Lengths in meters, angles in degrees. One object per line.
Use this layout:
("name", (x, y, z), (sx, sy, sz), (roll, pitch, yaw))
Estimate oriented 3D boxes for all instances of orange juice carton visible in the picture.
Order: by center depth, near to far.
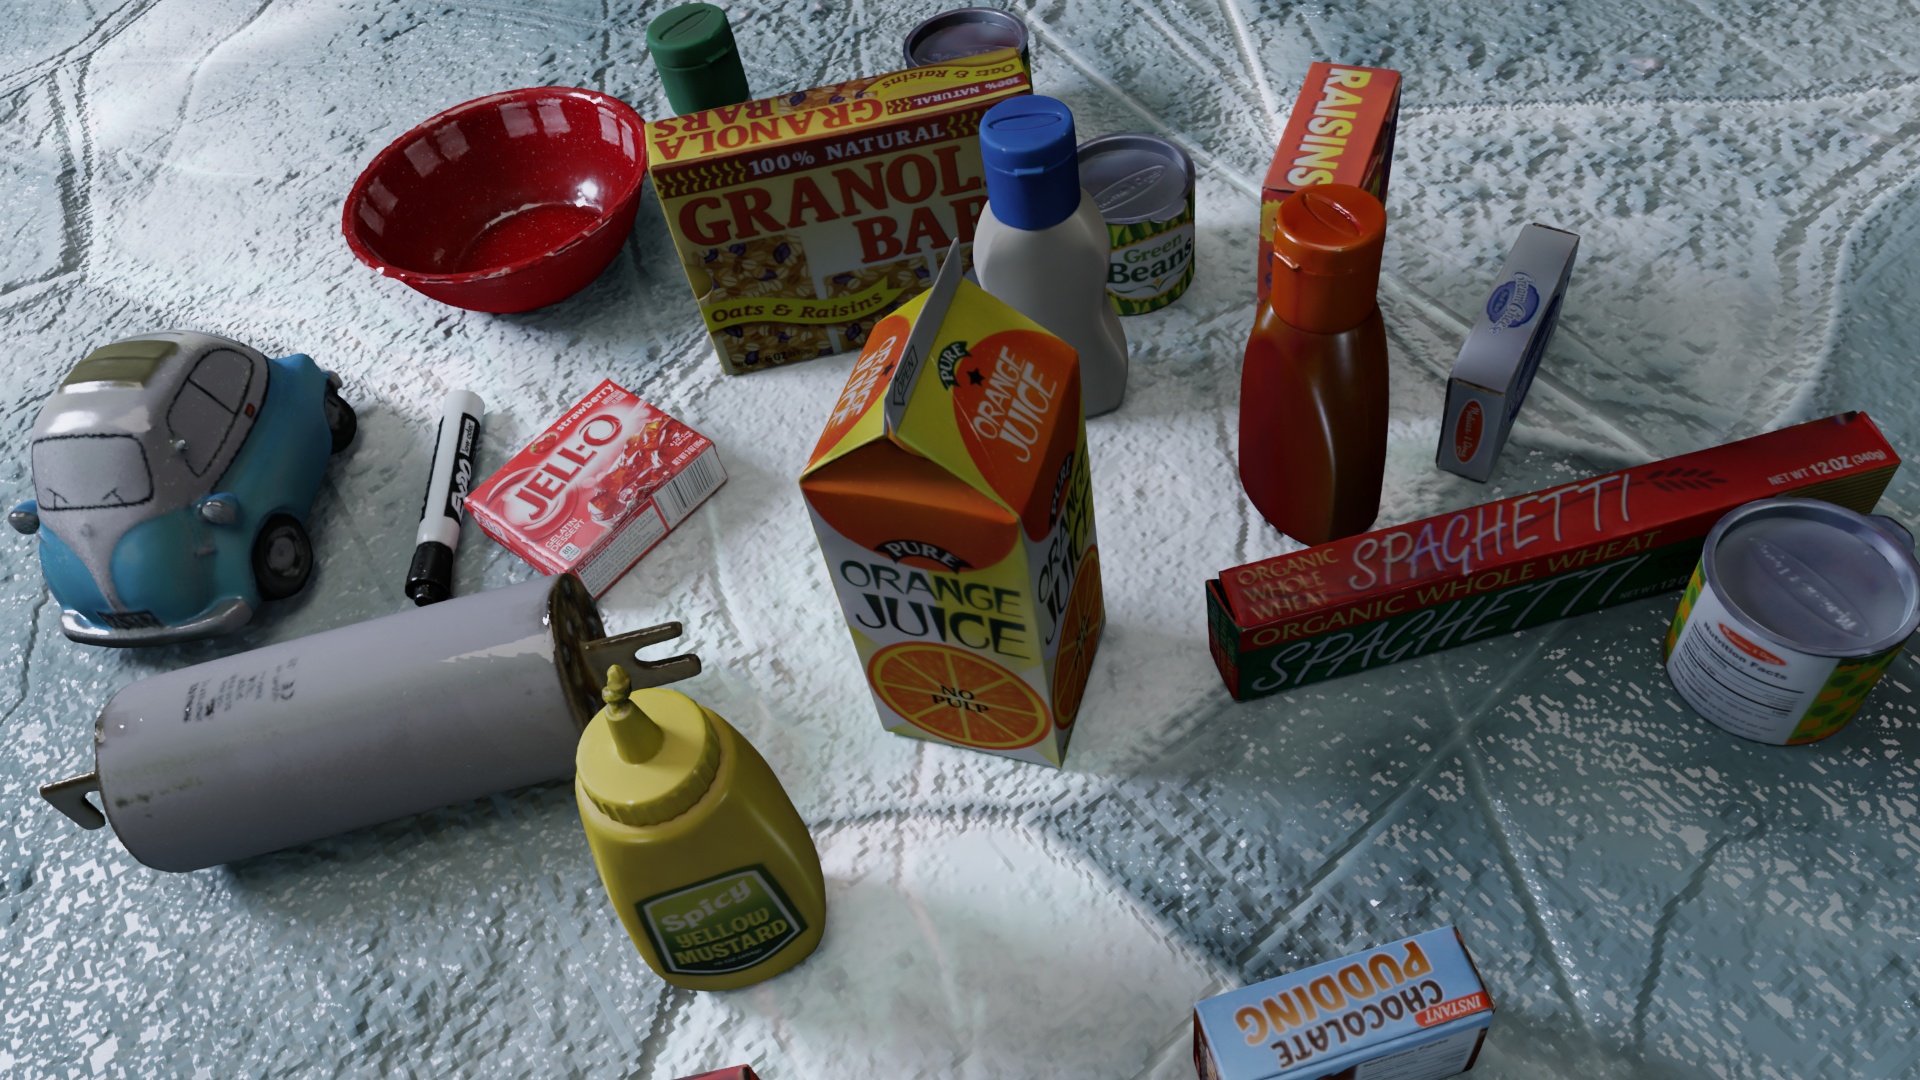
("orange juice carton", (0.002, -0.006, 0.468), (0.073, 0.191, 0.072), (9, 54, 17))

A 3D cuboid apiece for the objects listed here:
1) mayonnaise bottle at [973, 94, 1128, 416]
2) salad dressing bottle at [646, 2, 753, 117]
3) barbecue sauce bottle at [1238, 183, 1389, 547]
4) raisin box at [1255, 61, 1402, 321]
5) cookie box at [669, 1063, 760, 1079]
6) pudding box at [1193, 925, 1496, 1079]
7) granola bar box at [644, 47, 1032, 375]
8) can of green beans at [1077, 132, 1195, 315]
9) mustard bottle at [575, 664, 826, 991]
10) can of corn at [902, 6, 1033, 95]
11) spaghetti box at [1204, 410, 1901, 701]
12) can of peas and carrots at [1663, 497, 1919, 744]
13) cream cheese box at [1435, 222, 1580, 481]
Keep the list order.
("mayonnaise bottle", (0.035, -0.112, 0.577), (0.065, 0.147, 0.041), (-5, 51, 6))
("salad dressing bottle", (-0.108, -0.178, 0.654), (0.064, 0.147, 0.044), (-41, 56, -21))
("barbecue sauce bottle", (0.133, -0.063, 0.521), (0.044, 0.147, 0.065), (-28, 53, -13))
("raisin box", (0.152, -0.122, 0.581), (0.040, 0.122, 0.086), (14, 55, 20))
("cookie box", (-0.089, 0.189, 0.344), (0.123, 0.166, 0.040), (-15, 51, -3))
("pudding box", (0.113, 0.149, 0.417), (0.084, 0.049, 0.030), (-16, 51, -3))
("granola bar box", (-0.044, -0.146, 0.633), (0.166, 0.123, 0.039), (-12, 51, 0))
("can of green beans", (0.078, -0.149, 0.658), (0.071, 0.057, 0.071), (-5, 51, 6))
("mustard bottle", (-0.085, 0.088, 0.428), (0.065, 0.159, 0.049), (-18, 51, -5))
("can of corn", (0.006, -0.240, 0.742), (0.071, 0.058, 0.071), (-5, 51, 6))
("spaghetti box", (0.215, 0.007, 0.514), (0.250, 0.050, 0.029), (-14, 51, -2))
("can of peas and carrots", (0.287, 0.027, 0.480), (0.071, 0.058, 0.071), (-5, 51, 6))
("cream cheese box", (0.227, -0.079, 0.579), (0.024, 0.053, 0.104), (21, 58, 24))
